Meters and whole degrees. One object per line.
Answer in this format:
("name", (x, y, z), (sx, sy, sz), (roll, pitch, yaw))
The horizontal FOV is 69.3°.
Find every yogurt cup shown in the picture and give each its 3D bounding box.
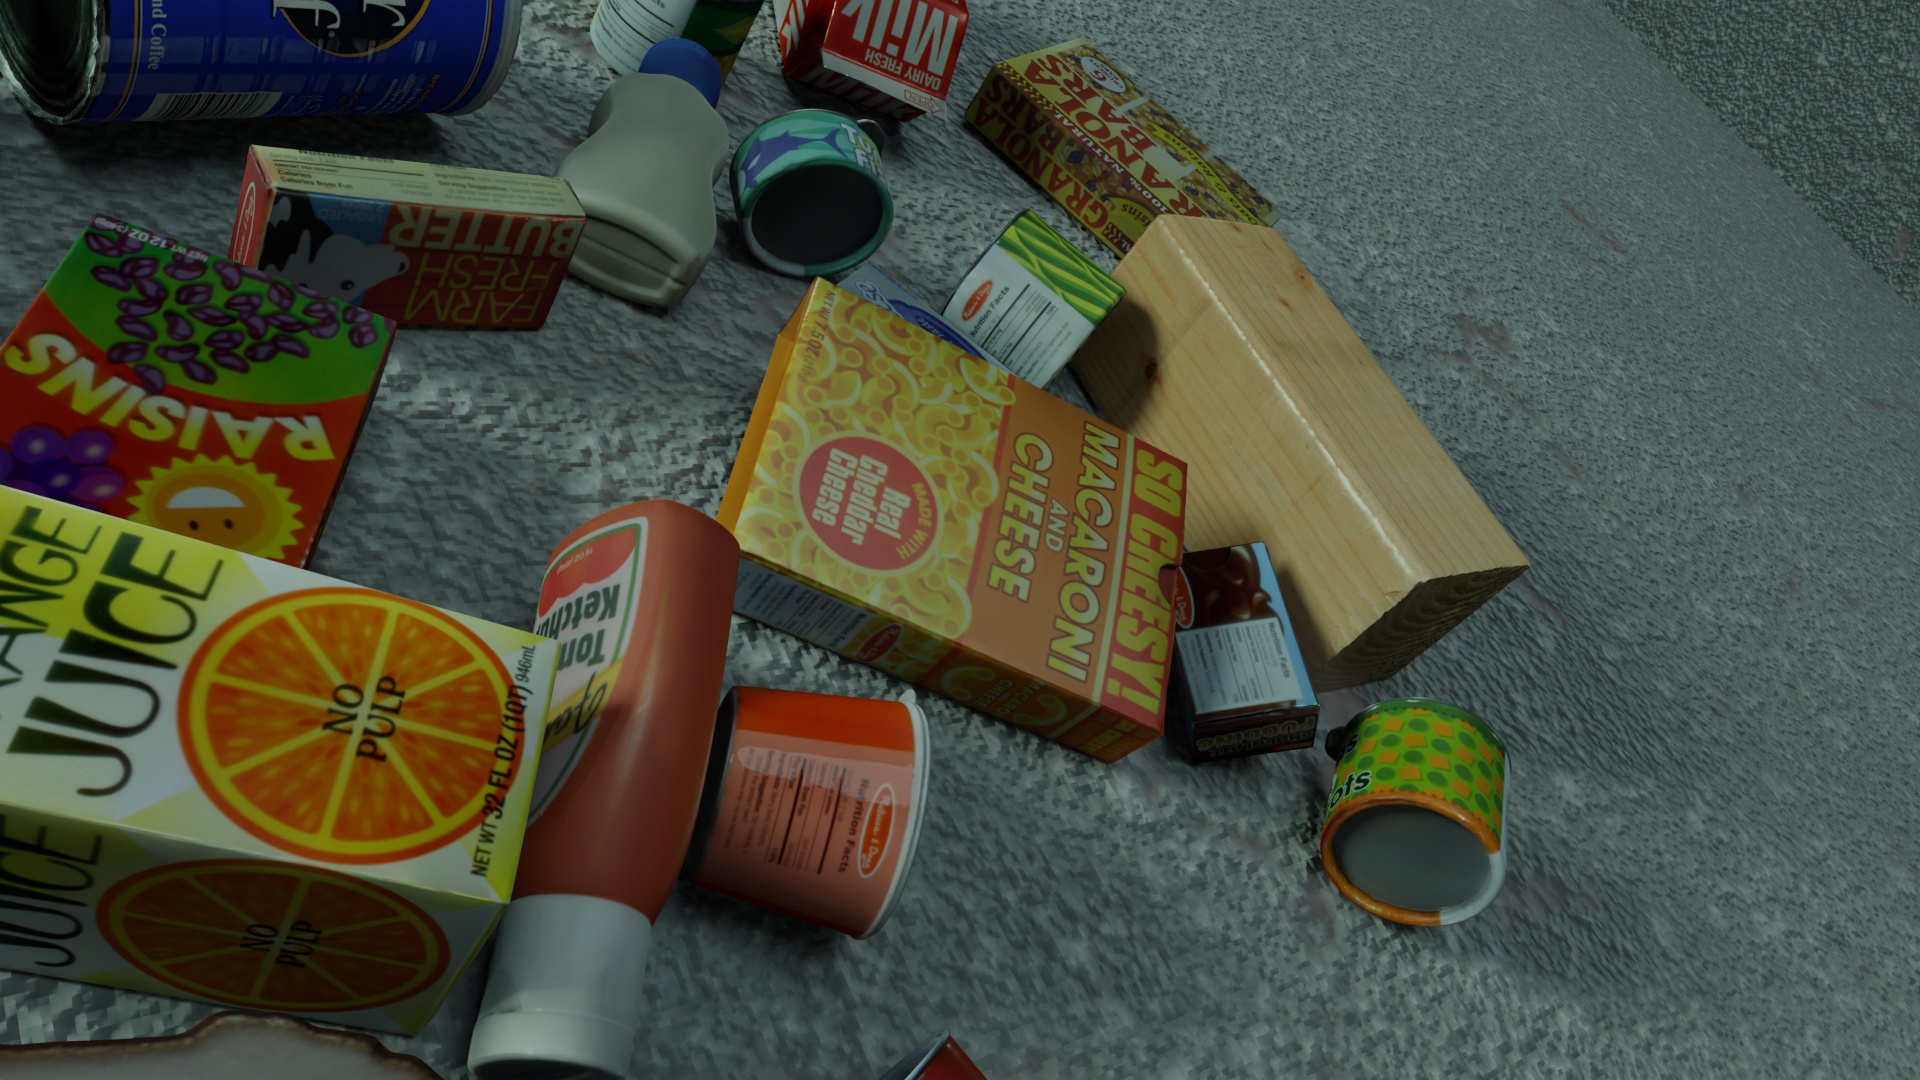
("yogurt cup", (-0.044, 0.073, 0.389), (0.054, 0.072, 0.073), (15, 43, -16))

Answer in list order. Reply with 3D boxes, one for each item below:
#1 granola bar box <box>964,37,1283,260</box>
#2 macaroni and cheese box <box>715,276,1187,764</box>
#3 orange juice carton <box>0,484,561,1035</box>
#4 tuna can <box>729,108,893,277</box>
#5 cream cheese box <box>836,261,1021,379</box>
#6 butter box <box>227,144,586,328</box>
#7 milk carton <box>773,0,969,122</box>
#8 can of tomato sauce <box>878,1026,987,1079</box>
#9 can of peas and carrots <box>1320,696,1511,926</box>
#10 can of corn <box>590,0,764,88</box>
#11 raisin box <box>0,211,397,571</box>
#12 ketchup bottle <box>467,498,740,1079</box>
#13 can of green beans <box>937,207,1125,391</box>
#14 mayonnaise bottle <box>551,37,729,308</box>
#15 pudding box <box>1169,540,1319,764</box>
("granola bar box", (0.097, -0.216, 0.804), (0.165, 0.039, 0.125), (43, 38, 5))
("macaroni and cheese box", (0.002, -0.006, 0.503), (0.166, 0.040, 0.124), (24, 53, -17))
("orange juice carton", (-0.193, 0.041, 0.292), (0.193, 0.072, 0.072), (19, 42, -23))
("tuna can", (-0.060, -0.146, 0.585), (0.071, 0.070, 0.033), (10, 48, -32))
("cream cheese box", (-0.015, -0.071, 0.584), (0.104, 0.024, 0.054), (38, 39, -1))
("butter box", (-0.179, -0.097, 0.456), (0.104, 0.053, 0.024), (-6, 54, -43))
("milk carton", (-0.051, -0.290, 0.732), (0.072, 0.073, 0.191), (14, 45, -29))
("can of tomato sauce", (-0.002, 0.170, 0.323), (0.083, 0.071, 0.071), (48, 39, 10))
("can of peas and carrots", (0.172, 0.102, 0.530), (0.071, 0.070, 0.059), (37, 39, -3))
("can of corn", (-0.128, -0.245, 0.639), (0.071, 0.058, 0.071), (22, 41, -20))
("raisin box", (-0.211, -0.023, 0.369), (0.086, 0.040, 0.124), (20, 41, -23))
("ketchup bottle", (-0.093, 0.063, 0.363), (0.043, 0.064, 0.149), (34, 43, -38))
("can of green beans", (0.032, -0.105, 0.621), (0.058, 0.071, 0.071), (40, 38, 0))
("mayonnaise bottle", (-0.126, -0.157, 0.569), (0.065, 0.041, 0.149), (24, 39, -20))
("pudding box", (0.106, 0.043, 0.547), (0.050, 0.030, 0.084), (-9, 50, 1))
